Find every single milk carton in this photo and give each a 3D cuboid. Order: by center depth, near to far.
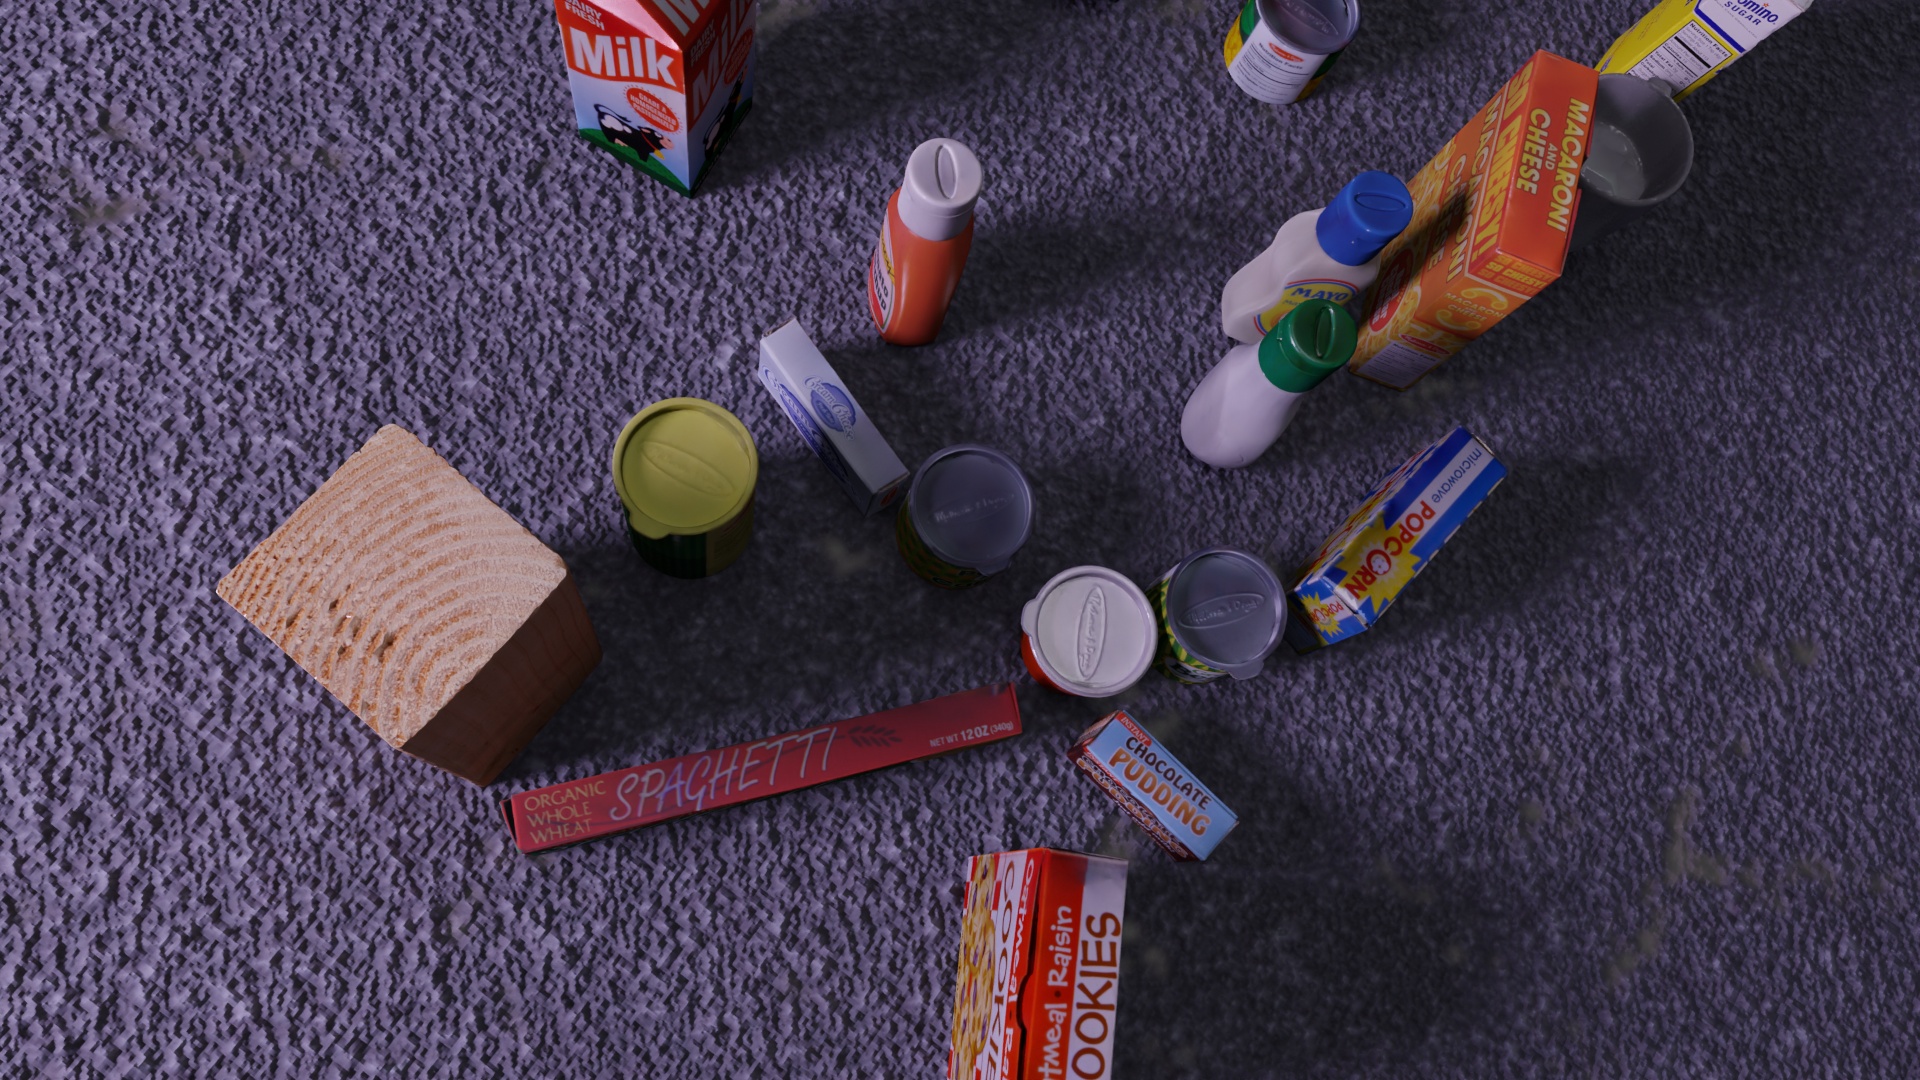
[{"bbox_3d":[-0.151,-0.258,0.698,0.073,0.190,0.072,29,73,-2],"label":"milk carton"}]

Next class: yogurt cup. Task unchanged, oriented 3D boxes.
[{"bbox_3d":[0.064,0.051,0.729,0.072,0.053,0.072,3,75,-10],"label":"yogurt cup"}]

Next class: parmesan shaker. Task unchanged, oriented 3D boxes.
[{"bbox_3d":[-0.136,-0.020,0.685,0.071,0.102,0.071,3,76,-10],"label":"parmesan shaker"}]

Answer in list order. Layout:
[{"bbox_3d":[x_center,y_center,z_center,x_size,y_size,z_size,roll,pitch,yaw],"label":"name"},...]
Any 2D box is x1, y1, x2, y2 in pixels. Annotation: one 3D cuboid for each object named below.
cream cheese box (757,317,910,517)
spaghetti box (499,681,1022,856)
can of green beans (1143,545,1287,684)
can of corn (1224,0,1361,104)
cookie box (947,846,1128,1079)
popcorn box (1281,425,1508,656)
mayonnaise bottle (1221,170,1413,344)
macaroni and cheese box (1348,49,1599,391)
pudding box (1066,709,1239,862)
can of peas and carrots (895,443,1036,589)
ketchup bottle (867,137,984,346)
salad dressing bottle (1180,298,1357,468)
[{"bbox_3d":[-0.069,-0.063,0.734,0.024,0.053,0.104,-35,84,-16],"label":"cream cheese box"},{"bbox_3d":[-0.094,0.112,0.686,0.250,0.050,0.029,-12,78,-13],"label":"spaghetti box"},{"bbox_3d":[0.132,0.041,0.742,0.071,0.057,0.071,3,75,-10],"label":"can of green beans"},{"bbox_3d":[0.202,-0.311,0.846,0.071,0.058,0.071,3,75,-10],"label":"can of corn"},{"bbox_3d":[0.029,0.204,0.623,0.040,0.167,0.123,9,75,-8],"label":"cookie box"},{"bbox_3d":[0.229,0.001,0.756,0.038,0.085,0.127,46,73,3],"label":"popcorn box"},{"bbox_3d":[0.194,-0.150,0.756,0.065,0.147,0.041,5,75,-9],"label":"mayonnaise bottle"},{"bbox_3d":[0.280,-0.170,0.767,0.040,0.166,0.124,19,73,-5],"label":"macaroni and cheese box"},{"bbox_3d":[0.098,0.127,0.717,0.084,0.049,0.030,44,73,3],"label":"pudding box"},{"bbox_3d":[0.003,-0.009,0.731,0.071,0.058,0.071,3,75,-10],"label":"can of peas and carrots"},{"bbox_3d":[-0.018,-0.155,0.718,0.043,0.148,0.065,-4,77,-11],"label":"ketchup bottle"},{"bbox_3d":[0.160,-0.082,0.732,0.044,0.147,0.064,14,74,-7],"label":"salad dressing bottle"}]
